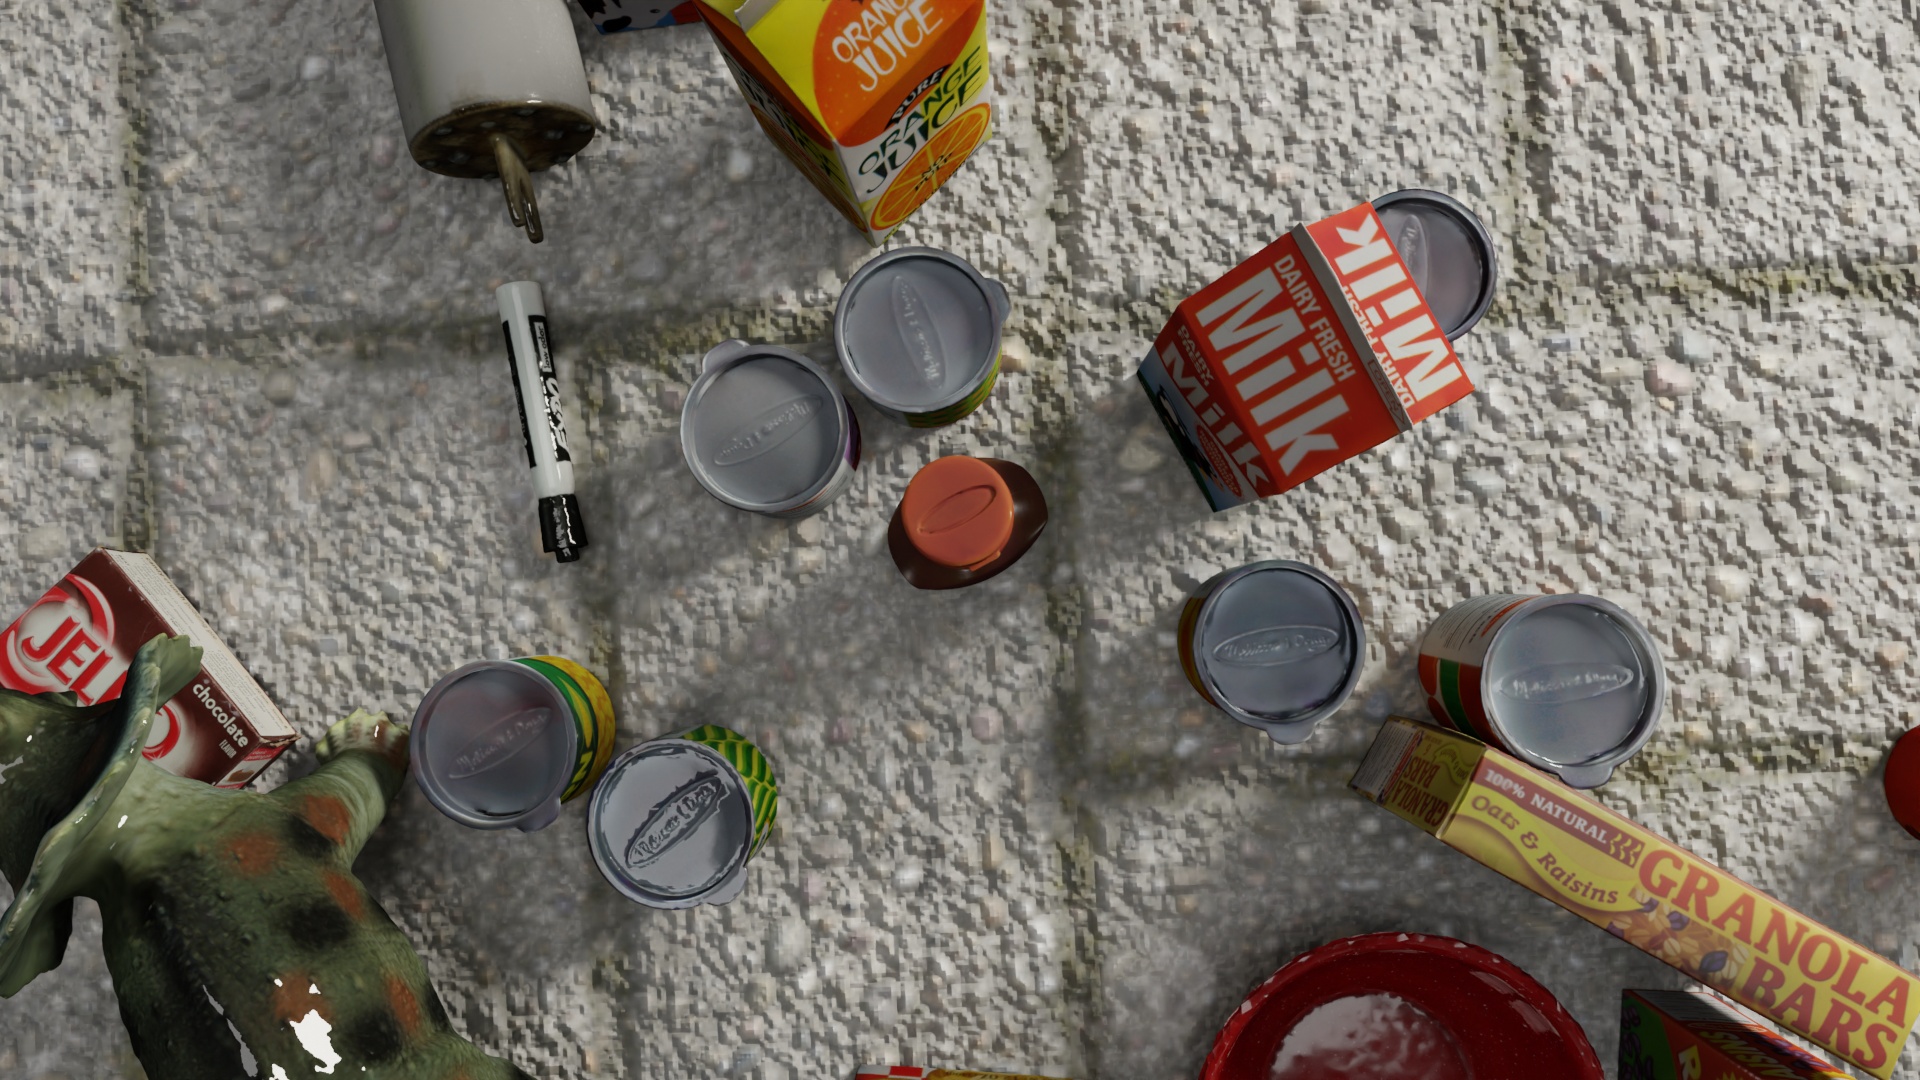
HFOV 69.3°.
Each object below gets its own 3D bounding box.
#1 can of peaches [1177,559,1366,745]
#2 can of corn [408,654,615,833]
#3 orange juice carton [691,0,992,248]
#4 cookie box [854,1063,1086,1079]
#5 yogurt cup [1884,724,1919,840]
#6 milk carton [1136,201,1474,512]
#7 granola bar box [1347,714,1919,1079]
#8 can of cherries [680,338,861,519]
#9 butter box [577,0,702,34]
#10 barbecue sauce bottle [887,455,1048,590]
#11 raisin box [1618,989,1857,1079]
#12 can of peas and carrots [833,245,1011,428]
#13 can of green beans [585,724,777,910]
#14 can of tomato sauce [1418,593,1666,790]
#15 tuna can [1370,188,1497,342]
[{"bbox_3d":[0.123,0.044,0.558,0.071,0.058,0.071,0,88,2],"label":"can of peaches"},{"bbox_3d":[-0.179,0.082,0.567,0.071,0.058,0.071,0,88,2],"label":"can of corn"},{"bbox_3d":[-0.039,-0.178,0.507,0.072,0.192,0.073,-44,87,0],"label":"orange juice carton"},{"bbox_3d":[0.014,0.239,0.498,0.123,0.167,0.040,4,88,2],"label":"cookie box"},{"bbox_3d":[0.408,0.099,0.548,0.072,0.054,0.072,0,88,2],"label":"yogurt cup"},{"bbox_3d":[0.119,-0.061,0.497,0.073,0.190,0.072,-29,87,1],"label":"milk carton"},{"bbox_3d":[0.241,0.124,0.518,0.165,0.124,0.039,28,89,3],"label":"granola bar box"},{"bbox_3d":[-0.076,-0.045,0.569,0.071,0.058,0.071,0,88,2],"label":"can of cherries"},{"bbox_3d":[-0.109,-0.239,0.582,0.103,0.053,0.024,-7,88,2],"label":"butter box"},{"bbox_3d":[0.002,-0.007,0.520,0.065,0.148,0.043,-28,87,1],"label":"barbecue sauce bottle"},{"bbox_3d":[0.288,0.226,0.512,0.040,0.123,0.086,4,88,2],"label":"raisin box"},{"bbox_3d":[-0.013,-0.082,0.569,0.071,0.058,0.071,0,88,2],"label":"can of peas and carrots"},{"bbox_3d":[-0.111,0.110,0.563,0.071,0.058,0.071,0,88,2],"label":"can of green beans"},{"bbox_3d":[0.224,0.055,0.542,0.071,0.083,0.071,0,88,2],"label":"can of tomato sauce"},{"bbox_3d":[0.182,-0.109,0.576,0.071,0.033,0.071,0,87,2],"label":"tuna can"}]
